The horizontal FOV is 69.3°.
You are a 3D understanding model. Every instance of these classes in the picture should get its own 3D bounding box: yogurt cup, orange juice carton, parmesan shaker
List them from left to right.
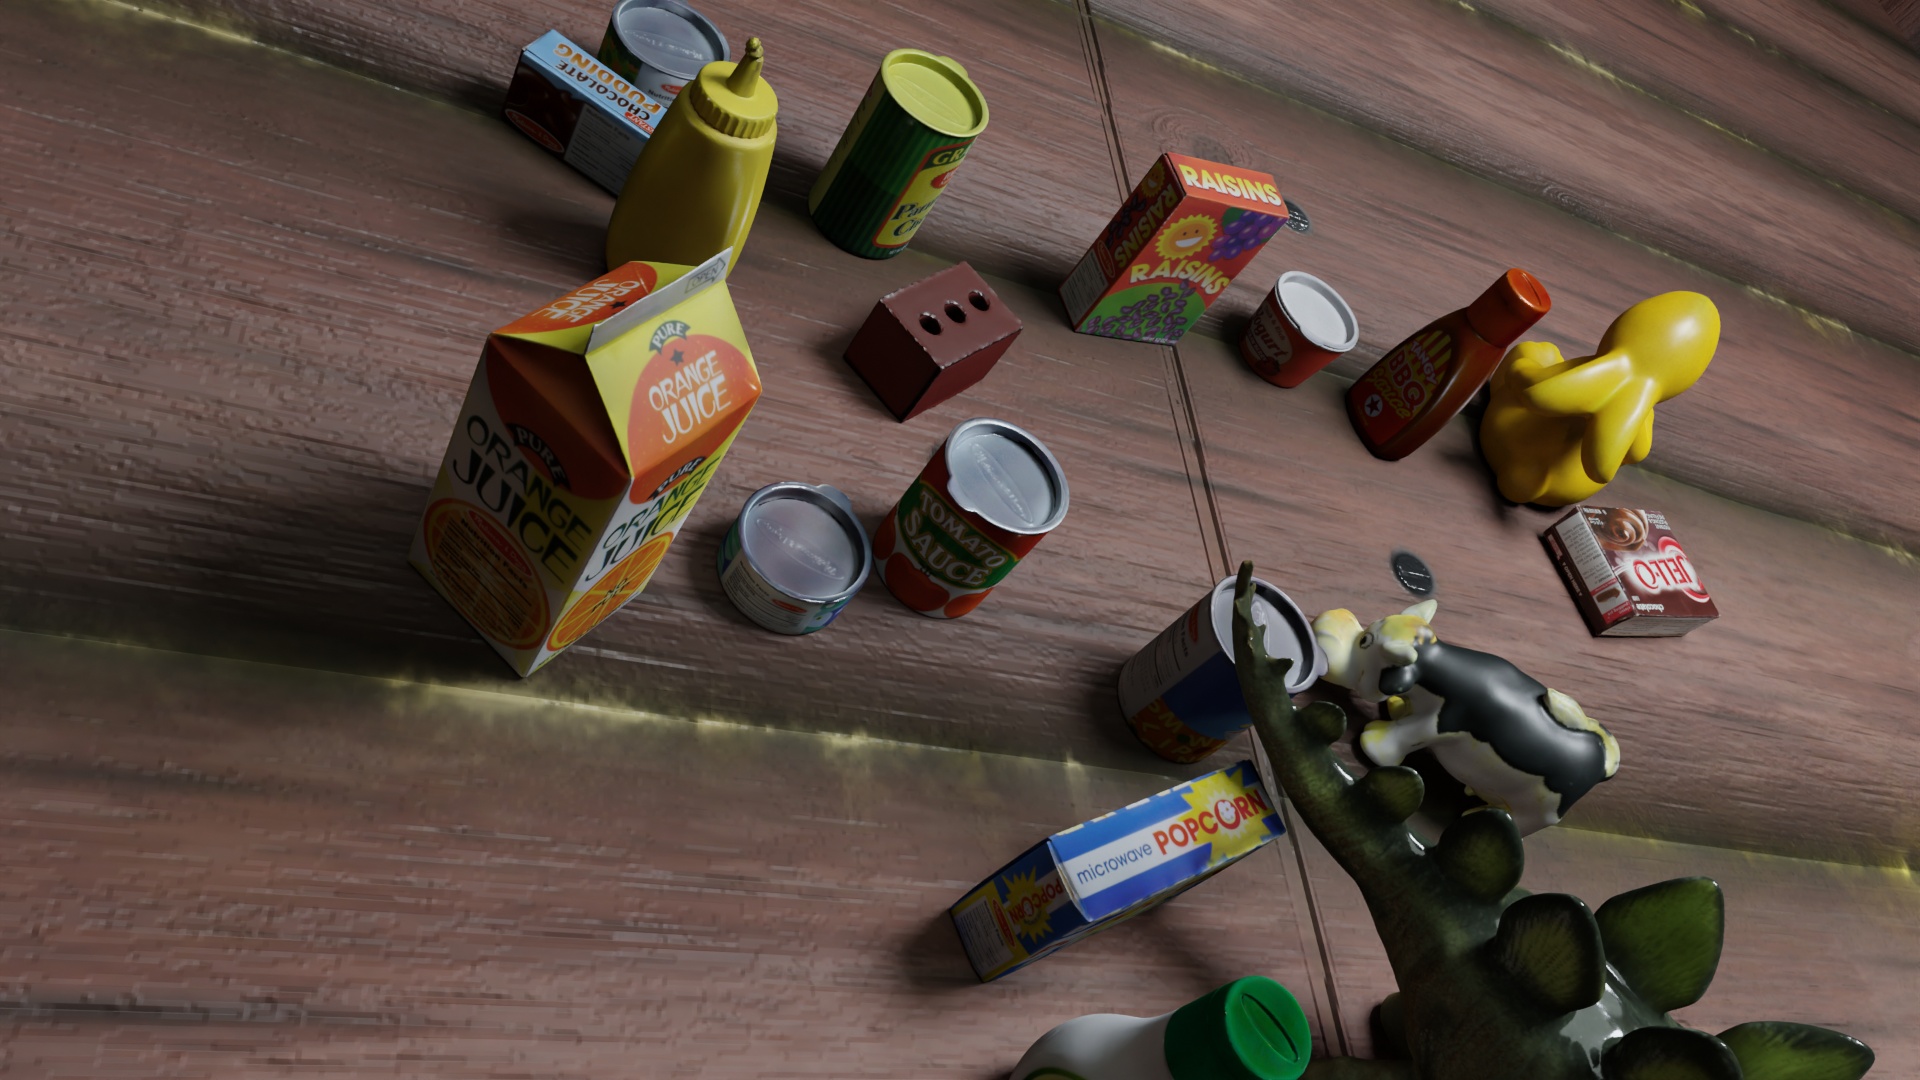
[{"bbox_3d":[-0.141,-0.034,0.525,0.073,0.191,0.072,44,45,3],"label":"orange juice carton"},{"bbox_3d":[-0.036,-0.220,0.797,0.071,0.102,0.071,18,50,-22],"label":"parmesan shaker"},{"bbox_3d":[0.227,-0.141,0.943,0.072,0.053,0.073,18,50,-22],"label":"yogurt cup"}]

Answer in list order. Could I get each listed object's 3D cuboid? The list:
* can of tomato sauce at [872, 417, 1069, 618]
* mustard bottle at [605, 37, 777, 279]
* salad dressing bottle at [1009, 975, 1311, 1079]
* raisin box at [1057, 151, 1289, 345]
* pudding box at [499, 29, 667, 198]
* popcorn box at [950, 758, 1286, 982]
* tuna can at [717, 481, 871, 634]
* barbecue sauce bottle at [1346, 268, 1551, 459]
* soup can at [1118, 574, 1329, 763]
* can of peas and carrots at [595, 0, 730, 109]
[{"bbox_3d":[0.002,-0.008,0.677,0.071,0.082,0.071,18,50,-22],"label":"can of tomato sauce"},{"bbox_3d":[-0.122,-0.180,0.670,0.065,0.159,0.049,25,47,-16],"label":"mustard bottle"},{"bbox_3d":[0.070,0.201,0.517,0.064,0.147,0.044,50,46,9],"label":"salad dressing bottle"},{"bbox_3d":[0.130,-0.178,0.859,0.086,0.122,0.040,3,56,-32],"label":"raisin box"},{"bbox_3d":[-0.195,-0.223,0.732,0.083,0.049,0.030,33,46,-8],"label":"pudding box"},{"bbox_3d":[0.069,0.143,0.604,0.127,0.084,0.038,-11,65,-38],"label":"popcorn box"},{"bbox_3d":[-0.077,0.007,0.649,0.071,0.032,0.071,17,50,-22],"label":"tuna can"},{"bbox_3d":[0.324,-0.119,0.924,0.044,0.147,0.065,4,56,-31],"label":"barbecue sauce bottle"},{"bbox_3d":[0.131,0.068,0.703,0.071,0.083,0.072,18,50,-22],"label":"soup can"},{"bbox_3d":[-0.169,-0.260,0.771,0.071,0.058,0.071,18,50,-22],"label":"can of peas and carrots"}]
